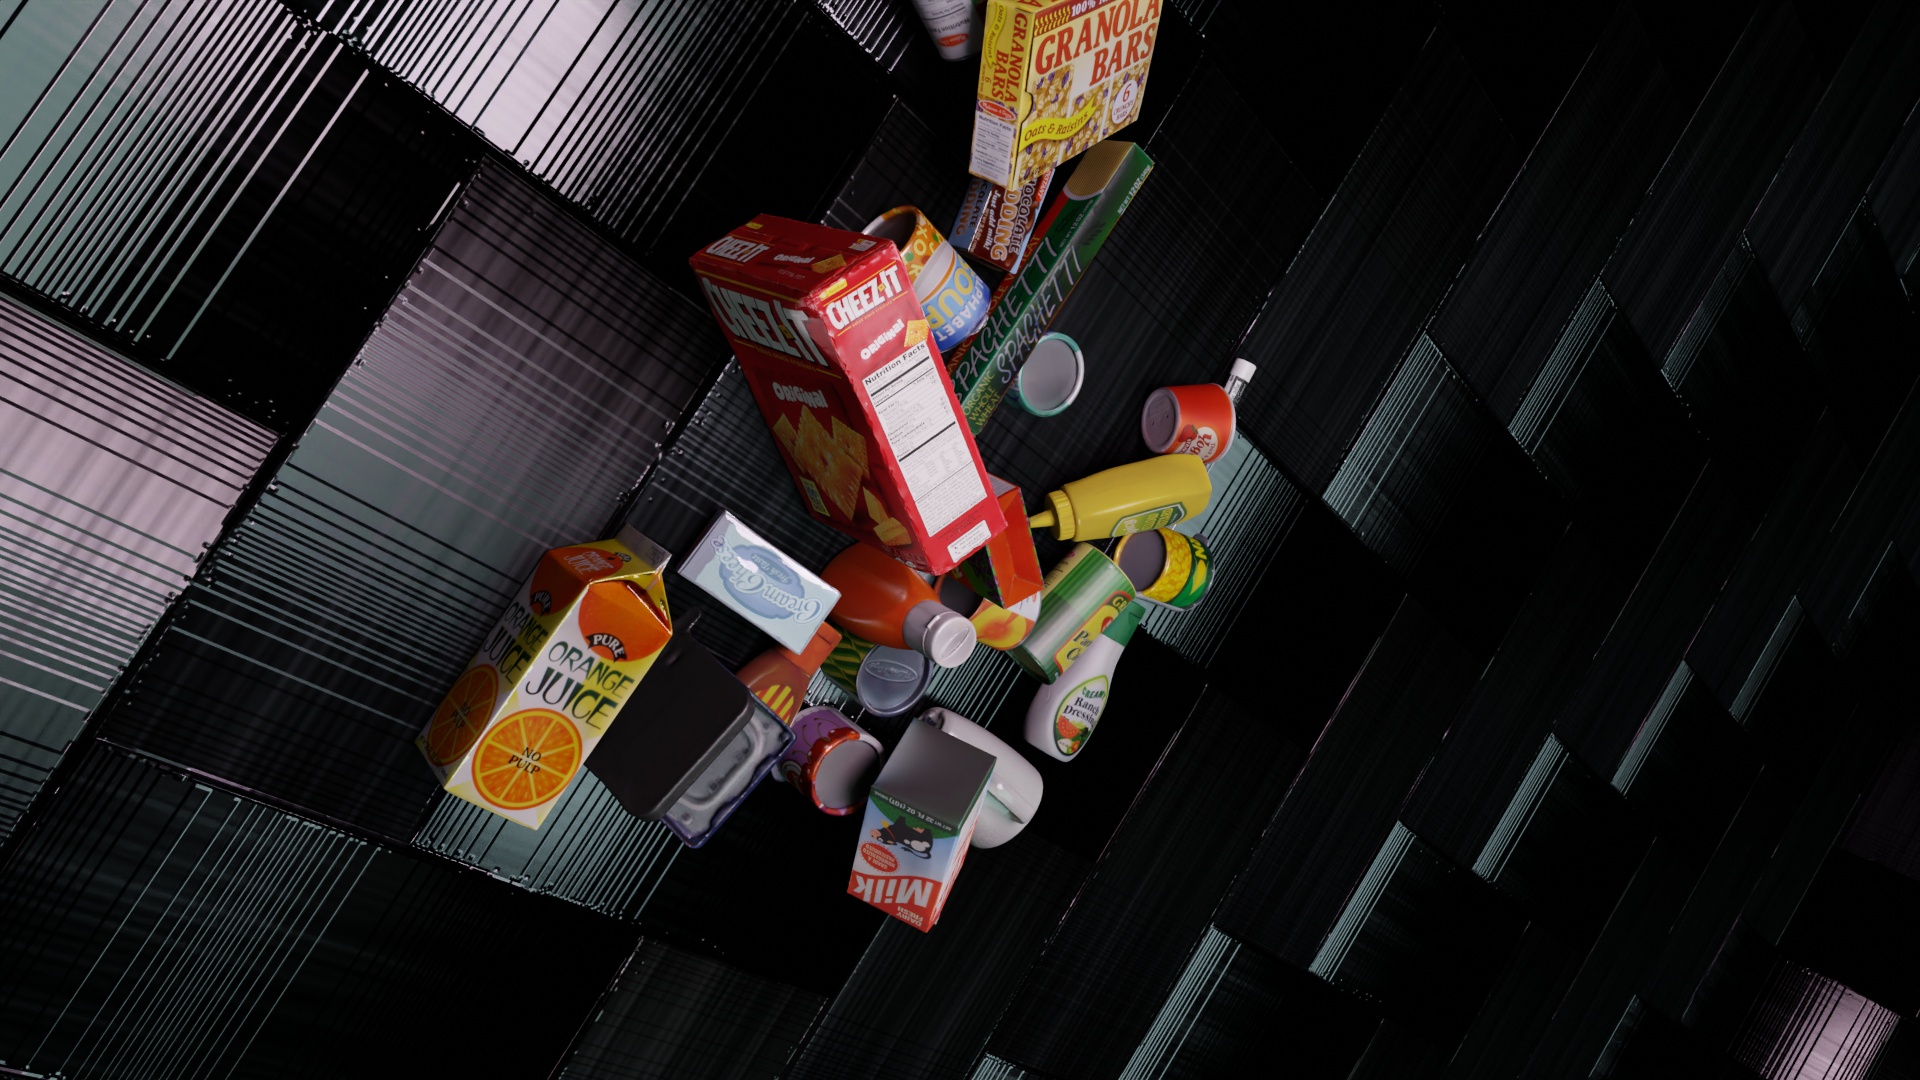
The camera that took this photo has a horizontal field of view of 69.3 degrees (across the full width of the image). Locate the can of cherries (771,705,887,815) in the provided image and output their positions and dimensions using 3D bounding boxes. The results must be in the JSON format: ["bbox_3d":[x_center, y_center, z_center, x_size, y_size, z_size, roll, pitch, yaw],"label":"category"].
[{"bbox_3d":[-0.099,0.167,1.041,0.072,0.058,0.071,-13,114,-32],"label":"can of cherries"}]

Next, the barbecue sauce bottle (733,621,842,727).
[{"bbox_3d":[-0.145,0.117,0.999,0.064,0.044,0.149,43,79,-31],"label":"barbecue sauce bottle"}]

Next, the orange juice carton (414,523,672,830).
[{"bbox_3d":[-0.255,0.077,0.887,0.073,0.072,0.193,38,83,-39],"label":"orange juice carton"}]

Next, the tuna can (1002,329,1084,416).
[{"bbox_3d":[0.059,-0.130,1.064,0.071,0.033,0.070,-13,114,-32],"label":"tuna can"}]

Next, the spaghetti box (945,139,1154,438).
[{"bbox_3d":[0.057,-0.189,1.031,0.028,0.050,0.250,37,84,-37],"label":"spaghetti box"}]

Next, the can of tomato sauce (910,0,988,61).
[{"bbox_3d":[-0.003,-0.371,0.913,0.071,0.071,0.083,-45,126,-14],"label":"can of tomato sauce"}]

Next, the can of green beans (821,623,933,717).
[{"bbox_3d":[-0.063,0.091,1.040,0.071,0.058,0.071,-13,114,-32],"label":"can of green beans"}]

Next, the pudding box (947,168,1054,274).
[{"bbox_3d":[0.029,-0.240,1.005,0.049,0.030,0.083,18,96,-40],"label":"pudding box"}]

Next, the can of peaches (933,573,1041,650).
[{"bbox_3d":[0.018,0.048,1.079,0.058,0.071,0.071,26,91,-39],"label":"can of peaches"}]

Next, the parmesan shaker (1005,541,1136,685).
[{"bbox_3d":[0.084,0.061,1.133,0.103,0.071,0.071,-45,127,-13],"label":"parmesan shaker"}]

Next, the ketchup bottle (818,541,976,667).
[{"bbox_3d":[-0.045,0.048,0.979,0.065,0.149,0.043,-47,126,-13],"label":"ketchup bottle"}]

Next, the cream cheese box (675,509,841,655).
[{"bbox_3d":[-0.139,0.029,0.962,0.103,0.024,0.053,37,83,-17],"label":"cream cheese box"}]

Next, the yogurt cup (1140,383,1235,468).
[{"bbox_3d":[0.186,-0.098,1.150,0.054,0.072,0.072,2,106,-28],"label":"yogurt cup"}]

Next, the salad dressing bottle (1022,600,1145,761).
[{"bbox_3d":[0.107,0.114,1.180,0.064,0.044,0.147,31,87,-40],"label":"salad dressing bottle"}]

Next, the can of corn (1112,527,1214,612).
[{"bbox_3d":[0.173,0.020,1.179,0.058,0.071,0.071,19,95,-38],"label":"can of corn"}]

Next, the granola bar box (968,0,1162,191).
[{"bbox_3d":[0.075,-0.325,0.947,0.166,0.039,0.123,-39,149,-39],"label":"granola bar box"}]

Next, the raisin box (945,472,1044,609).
[{"bbox_3d":[0.004,-0.013,1.009,0.040,0.123,0.085,-30,122,-22],"label":"raisin box"}]

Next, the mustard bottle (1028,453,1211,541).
[{"bbox_3d":[0.121,-0.029,1.124,0.160,0.049,0.065,-13,157,-11],"label":"mustard bottle"}]

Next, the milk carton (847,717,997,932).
[{"bbox_3d":[-0.034,0.231,1.063,0.074,0.072,0.189,-56,165,-44],"label":"milk carton"}]

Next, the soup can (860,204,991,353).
[{"bbox_3d":[-0.027,-0.180,0.960,0.071,0.071,0.083,-53,128,-8],"label":"soup can"}]
